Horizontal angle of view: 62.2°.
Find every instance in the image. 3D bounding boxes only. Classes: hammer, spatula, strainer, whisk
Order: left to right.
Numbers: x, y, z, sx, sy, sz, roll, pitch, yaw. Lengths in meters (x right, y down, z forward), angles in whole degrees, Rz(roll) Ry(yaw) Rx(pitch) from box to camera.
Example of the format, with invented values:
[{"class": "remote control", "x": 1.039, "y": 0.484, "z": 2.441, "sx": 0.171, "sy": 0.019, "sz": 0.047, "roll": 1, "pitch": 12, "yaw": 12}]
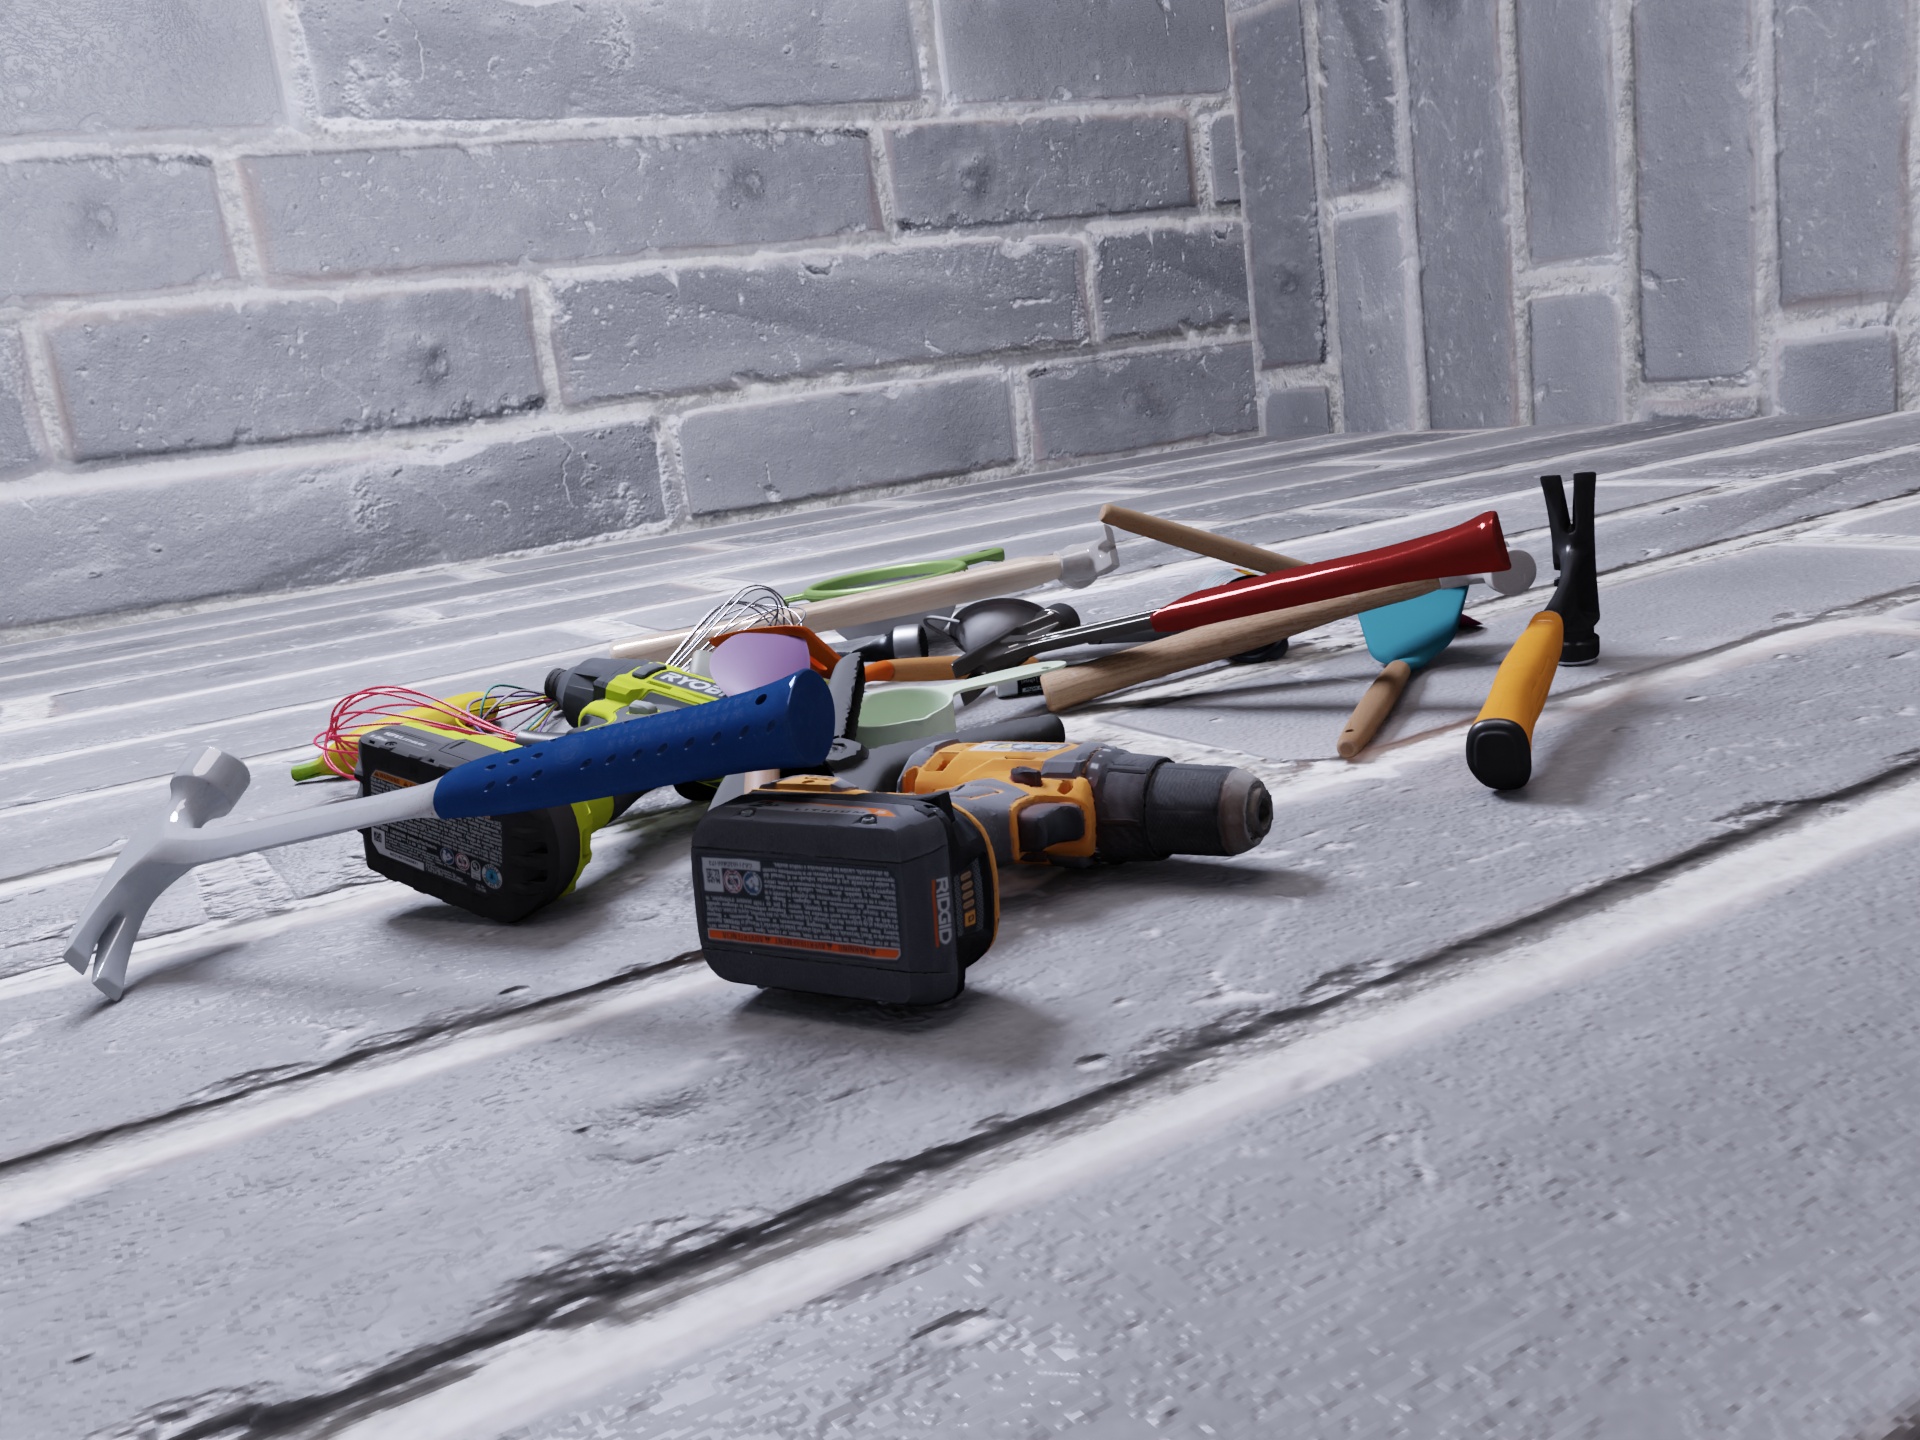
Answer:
[{"class": "hammer", "x": -0.239, "y": 0.040, "z": 0.714, "sx": 0.405, "sy": 0.035, "sz": 0.144, "roll": -11, "pitch": 41, "yaw": 25}, {"class": "whisk", "x": -0.322, "y": 0.016, "z": 1.110, "sx": 0.296, "sy": 0.073, "sz": 0.073, "roll": 3, "pitch": 15, "yaw": 17}, {"class": "whisk", "x": -0.343, "y": -0.017, "z": 1.296, "sx": 0.047, "sy": 0.051, "sz": 0.245, "roll": -11, "pitch": 9, "yaw": 11}, {"class": "whisk", "x": -0.203, "y": -0.010, "z": 1.056, "sx": 0.070, "sy": 0.070, "sz": 0.285, "roll": 3, "pitch": 33, "yaw": 40}, {"class": "spatula", "x": -0.107, "y": 0.014, "z": 0.844, "sx": 0.059, "sy": 0.018, "sz": 0.316, "roll": 2, "pitch": 25, "yaw": -8}, {"class": "hammer", "x": -0.131, "y": -0.012, "z": 1.172, "sx": 0.149, "sy": 0.036, "sz": 0.409, "roll": -6, "pitch": 13, "yaw": 11}, {"class": "hammer", "x": -0.076, "y": -0.092, "z": 1.273, "sx": 0.410, "sy": 0.038, "sz": 0.146, "roll": -13, "pitch": -1, "yaw": -5}, {"class": "spatula", "x": -0.038, "y": -0.045, "z": 1.128, "sx": 0.081, "sy": 0.041, "sz": 0.322, "roll": -6, "pitch": -1, "yaw": 36}, {"class": "strainer", "x": -0.033, "y": -0.112, "z": 1.486, "sx": 0.151, "sy": 0.069, "sz": 0.256, "roll": -1, "pitch": 13, "yaw": 37}, {"class": "strainer", "x": 0.100, "y": -0.069, "z": 1.286, "sx": 0.258, "sy": 0.050, "sz": 0.086, "roll": -4, "pitch": -32, "yaw": -9}, {"class": "hammer", "x": 0.170, "y": -0.075, "z": 1.031, "sx": 0.359, "sy": 0.036, "sz": 0.149, "roll": -11, "pitch": 13, "yaw": 35}, {"class": "hammer", "x": 0.216, "y": -0.067, "z": 1.103, "sx": 0.331, "sy": 0.031, "sz": 0.130, "roll": -17, "pitch": 13, "yaw": 3}, {"class": "spatula", "x": 0.275, "y": -0.036, "z": 1.028, "sx": 0.082, "sy": 0.044, "sz": 0.317, "roll": -10, "pitch": 11, "yaw": 26}, {"class": "hammer", "x": 0.336, "y": -0.048, "z": 0.921, "sx": 0.034, "sy": 0.127, "sz": 0.337, "roll": 0, "pitch": 20, "yaw": 28}]

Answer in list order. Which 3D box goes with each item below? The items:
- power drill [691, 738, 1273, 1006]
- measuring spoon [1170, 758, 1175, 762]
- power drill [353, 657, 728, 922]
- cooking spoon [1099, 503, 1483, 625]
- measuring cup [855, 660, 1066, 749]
[{"class": "power drill", "x": 0.017, "y": 0.054, "z": 0.697, "sx": 0.185, "sy": 0.084, "sz": 0.226, "roll": 1, "pitch": 10, "yaw": 32}, {"class": "measuring spoon", "x": 0.063, "y": 0.025, "z": 0.930, "sx": 0.124, "sy": 0.018, "sz": 0.034, "roll": -6, "pitch": 12, "yaw": 3}, {"class": "power drill", "x": -0.218, "y": 0.022, "z": 0.889, "sx": 0.171, "sy": 0.080, "sz": 0.223, "roll": 16, "pitch": 23, "yaw": 24}, {"class": "cooking spoon", "x": 0.249, "y": -0.112, "z": 1.185, "sx": 0.318, "sy": 0.017, "sz": 0.069, "roll": 15, "pitch": 5, "yaw": -17}, {"class": "measuring cup", "x": -0.002, "y": -0.003, "z": 0.996, "sx": 0.167, "sy": 0.038, "sz": 0.083, "roll": -16, "pitch": 19, "yaw": -28}]
